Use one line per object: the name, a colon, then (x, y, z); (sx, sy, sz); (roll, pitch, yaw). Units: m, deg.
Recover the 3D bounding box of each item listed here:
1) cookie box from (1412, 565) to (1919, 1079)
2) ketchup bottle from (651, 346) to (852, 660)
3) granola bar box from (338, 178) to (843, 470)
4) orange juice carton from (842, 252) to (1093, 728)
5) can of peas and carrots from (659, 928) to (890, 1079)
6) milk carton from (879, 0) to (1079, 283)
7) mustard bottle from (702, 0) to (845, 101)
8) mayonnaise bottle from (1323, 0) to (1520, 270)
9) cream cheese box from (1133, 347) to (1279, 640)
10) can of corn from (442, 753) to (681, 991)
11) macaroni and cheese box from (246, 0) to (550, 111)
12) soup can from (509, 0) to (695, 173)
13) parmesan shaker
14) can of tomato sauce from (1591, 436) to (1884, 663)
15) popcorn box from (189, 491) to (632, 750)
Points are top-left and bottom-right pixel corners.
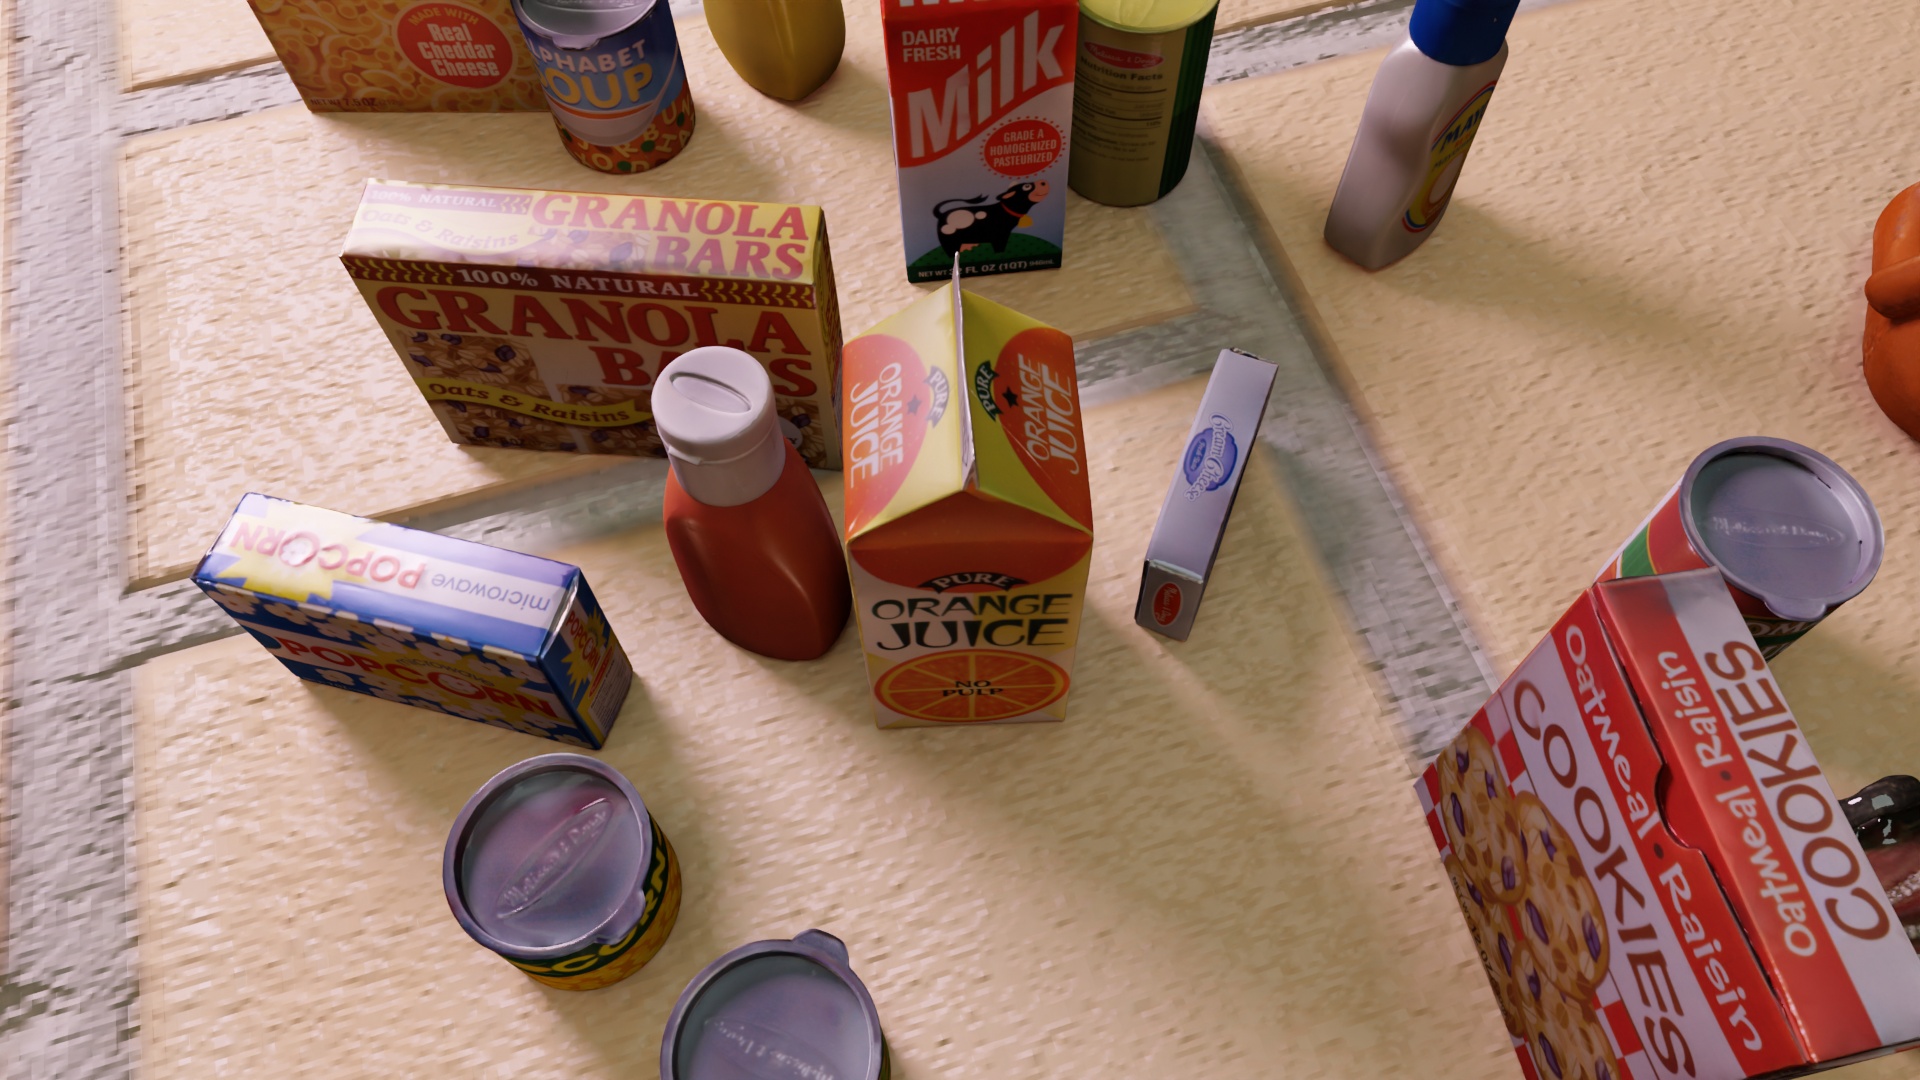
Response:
cookie box: (0.194, 0.100, 0.408); (0.040, 0.166, 0.123); (-11, 62, -5)
ketchup bottle: (-0.074, -0.009, 0.479); (0.065, 0.148, 0.044); (22, 64, 12)
granola bar box: (-0.129, -0.079, 0.532); (0.166, 0.123, 0.039); (4, 62, 3)
orange juice carton: (0.002, -0.006, 0.452); (0.073, 0.191, 0.072); (-2, 62, -1)
can of peas and carrots: (-0.055, 0.163, 0.437); (0.071, 0.058, 0.071); (0, 62, 0)
milk carton: (0.005, -0.193, 0.555); (0.072, 0.189, 0.074); (-5, 62, -2)
mustard bottle: (-0.088, -0.271, 0.615); (0.065, 0.159, 0.049); (35, 68, 18)
mayonnaise bottle: (0.192, -0.179, 0.570); (0.065, 0.147, 0.041); (-40, 69, -19)
cream cheese box: (0.094, -0.018, 0.537); (0.024, 0.053, 0.104); (19, 63, 10)
can of corn: (-0.129, 0.114, 0.464); (0.071, 0.058, 0.071); (0, 62, 0)
macaroni and cheese box: (-0.256, -0.262, 0.608); (0.124, 0.165, 0.040); (0, 62, 0)
soup can: (-0.160, -0.216, 0.629); (0.071, 0.083, 0.071); (0, 62, 0)
parmesan shaker: (0.072, -0.207, 0.612); (0.071, 0.102, 0.071); (0, 62, 0)
can of tomato sauce: (0.277, 0.014, 0.502); (0.071, 0.082, 0.071); (0, 62, 0)
popcorn box: (-0.189, 0.031, 0.495); (0.127, 0.085, 0.038); (12, 63, 7)
